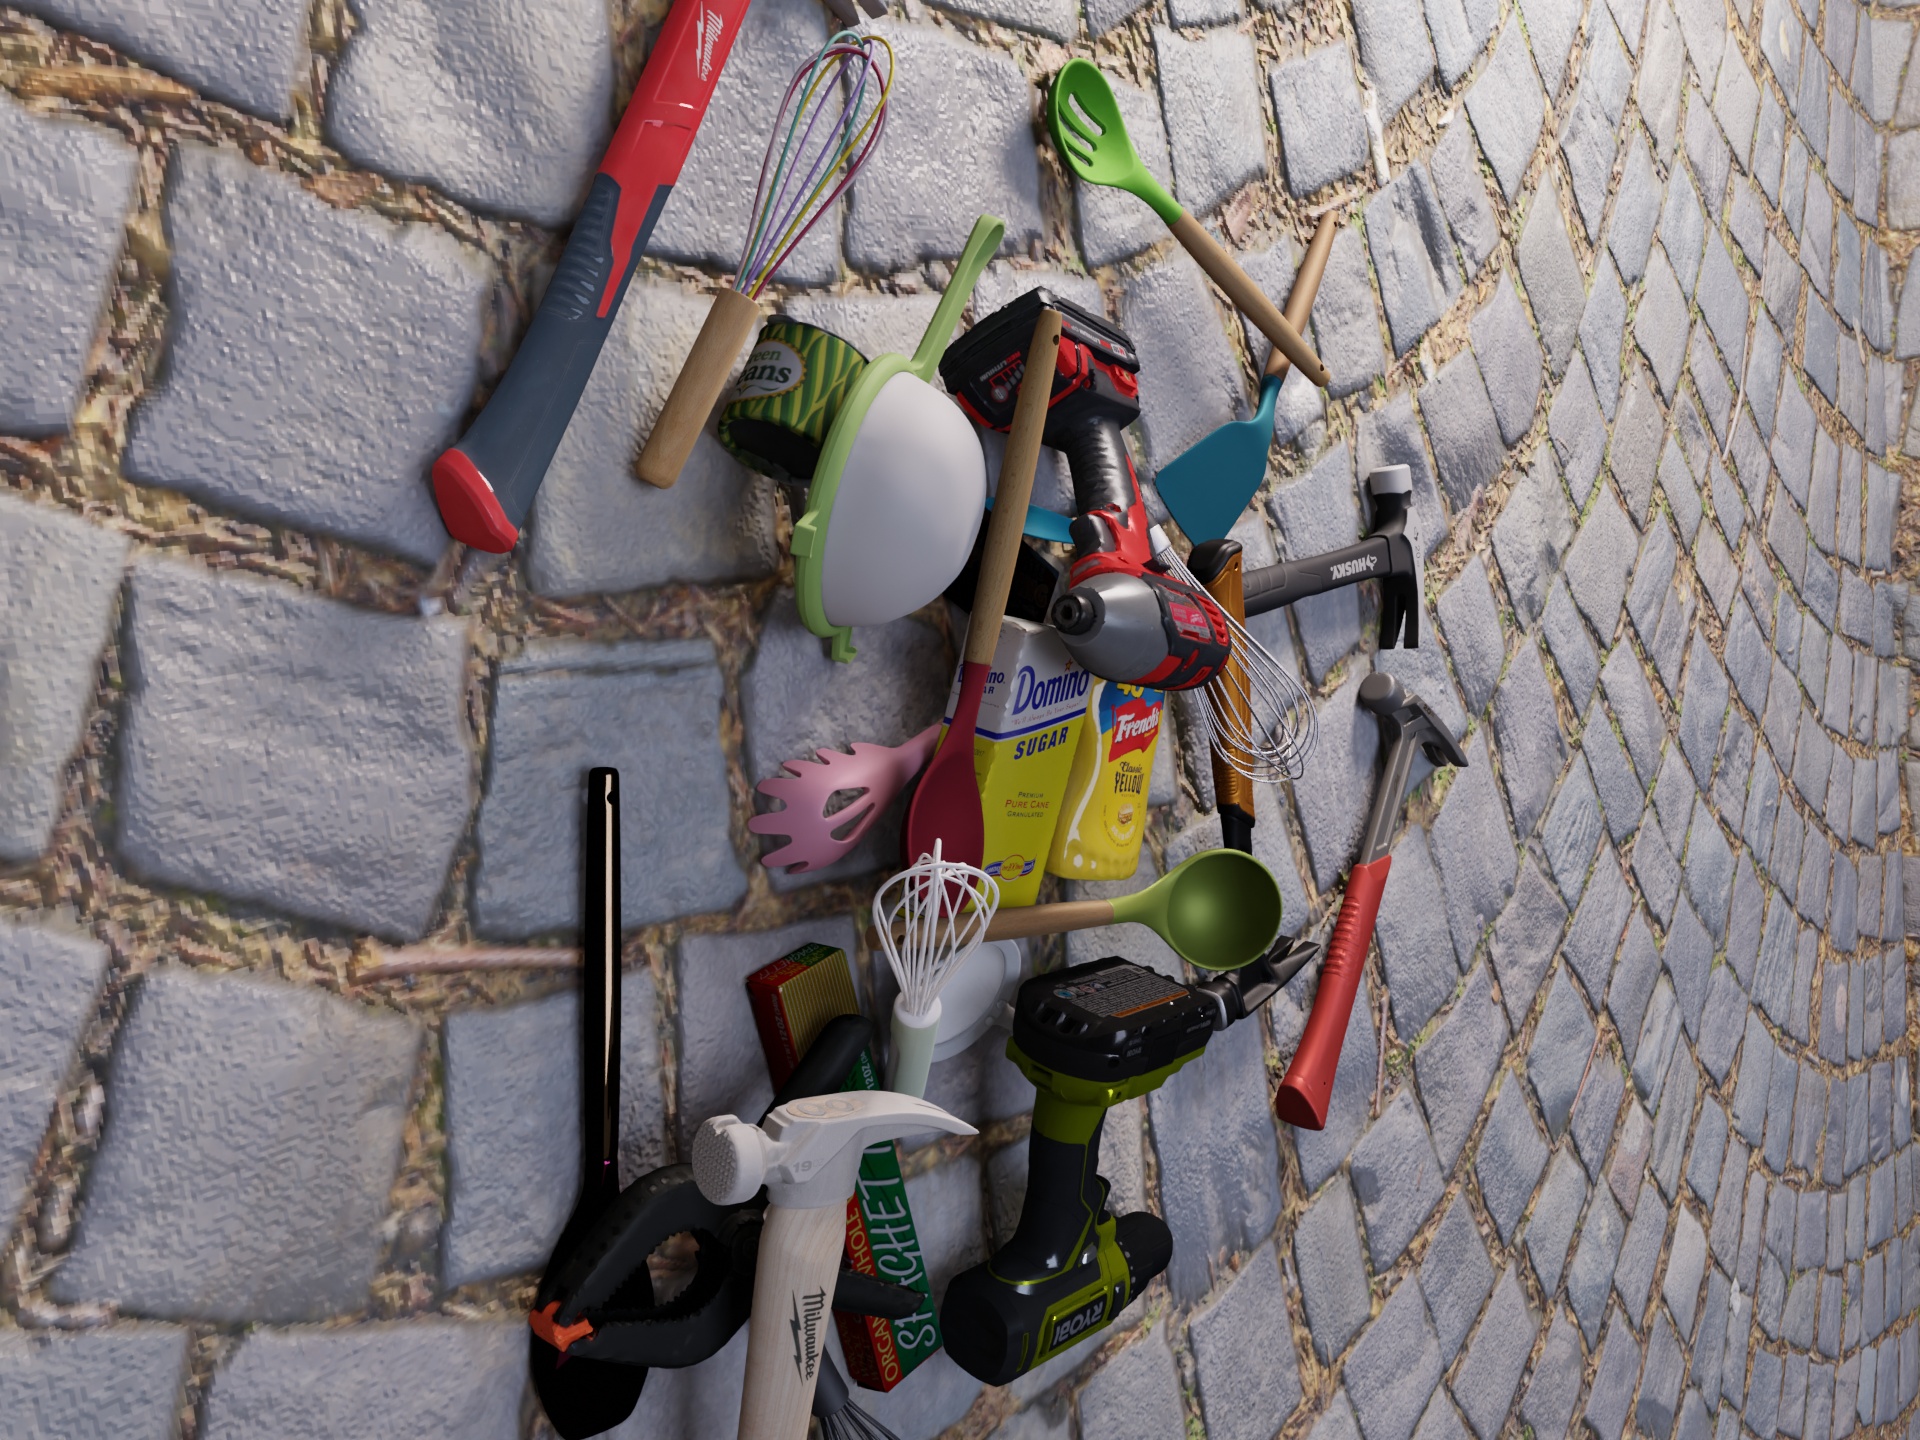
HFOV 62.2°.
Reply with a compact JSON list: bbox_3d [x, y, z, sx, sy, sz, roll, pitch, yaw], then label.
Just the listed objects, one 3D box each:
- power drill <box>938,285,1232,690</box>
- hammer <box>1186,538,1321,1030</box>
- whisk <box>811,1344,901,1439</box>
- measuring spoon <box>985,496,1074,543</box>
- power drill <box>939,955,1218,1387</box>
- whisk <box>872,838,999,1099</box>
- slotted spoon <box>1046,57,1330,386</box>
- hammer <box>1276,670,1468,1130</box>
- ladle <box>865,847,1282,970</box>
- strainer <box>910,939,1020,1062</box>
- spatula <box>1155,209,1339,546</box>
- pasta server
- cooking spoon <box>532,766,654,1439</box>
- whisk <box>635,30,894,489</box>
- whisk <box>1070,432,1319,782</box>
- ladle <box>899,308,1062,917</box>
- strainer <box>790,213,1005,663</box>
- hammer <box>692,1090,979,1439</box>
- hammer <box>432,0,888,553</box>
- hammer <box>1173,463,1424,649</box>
[{"bbox_3d":[0.071,-0.123,0.891,0.143,0.078,0.220,6,61,-54],"label":"power drill"},{"bbox_3d":[0.192,0.039,1.092,0.127,0.034,0.336,-26,116,-42],"label":"hammer"},{"bbox_3d":[-0.068,0.360,0.844,0.055,0.055,0.238,-39,114,-39],"label":"whisk"},{"bbox_3d":[0.055,-0.117,0.992,0.128,0.021,0.042,10,71,-37],"label":"measuring spoon"},{"bbox_3d":[0.082,0.264,0.952,0.190,0.080,0.228,-4,109,-50],"label":"power drill"},{"bbox_3d":[-0.022,0.141,0.805,0.059,0.246,0.058,-1,51,-9],"label":"whisk"},{"bbox_3d":[0.157,-0.318,1.063,0.313,0.031,0.070,35,67,-34],"label":"slotted spoon"},{"bbox_3d":[0.320,0.149,1.253,0.149,0.037,0.359,39,63,-39],"label":"hammer"},{"bbox_3d":[0.075,0.115,0.908,0.320,0.062,0.078,2,100,-46],"label":"ladle"},{"bbox_3d":[0.033,0.181,0.951,0.087,0.050,0.258,-53,137,0],"label":"strainer"},{"bbox_3d":[0.223,-0.264,1.159,0.082,0.044,0.318,47,54,-35],"label":"spatula"},{"bbox_3d":[-0.001,-0.003,0.925,0.316,0.040,0.060,-37,116,-44],"label":"pasta server"},{"bbox_3d":[-0.170,0.181,0.753,0.068,0.017,0.319,-1,92,-46],"label":"cooking spoon"},{"bbox_3d":[-0.095,-0.224,0.770,0.245,0.047,0.051,-64,171,-1],"label":"whisk"},{"bbox_3d":[0.136,-0.083,0.998,0.070,0.070,0.284,-33,91,-41],"label":"whisk"},{"bbox_3d":[0.014,-0.055,0.819,0.069,0.031,0.315,7,96,-56],"label":"ladle"},{"bbox_3d":[-0.006,-0.153,0.829,0.151,0.069,0.256,79,32,-70],"label":"strainer"},{"bbox_3d":[-0.088,0.379,0.769,0.146,0.038,0.410,4,100,-41],"label":"hammer"},{"bbox_3d":[-0.145,-0.248,0.762,0.143,0.038,0.386,34,66,-43],"label":"hammer"},{"bbox_3d":[0.254,-0.099,1.182,0.334,0.035,0.146,-18,103,-45],"label":"hammer"}]
